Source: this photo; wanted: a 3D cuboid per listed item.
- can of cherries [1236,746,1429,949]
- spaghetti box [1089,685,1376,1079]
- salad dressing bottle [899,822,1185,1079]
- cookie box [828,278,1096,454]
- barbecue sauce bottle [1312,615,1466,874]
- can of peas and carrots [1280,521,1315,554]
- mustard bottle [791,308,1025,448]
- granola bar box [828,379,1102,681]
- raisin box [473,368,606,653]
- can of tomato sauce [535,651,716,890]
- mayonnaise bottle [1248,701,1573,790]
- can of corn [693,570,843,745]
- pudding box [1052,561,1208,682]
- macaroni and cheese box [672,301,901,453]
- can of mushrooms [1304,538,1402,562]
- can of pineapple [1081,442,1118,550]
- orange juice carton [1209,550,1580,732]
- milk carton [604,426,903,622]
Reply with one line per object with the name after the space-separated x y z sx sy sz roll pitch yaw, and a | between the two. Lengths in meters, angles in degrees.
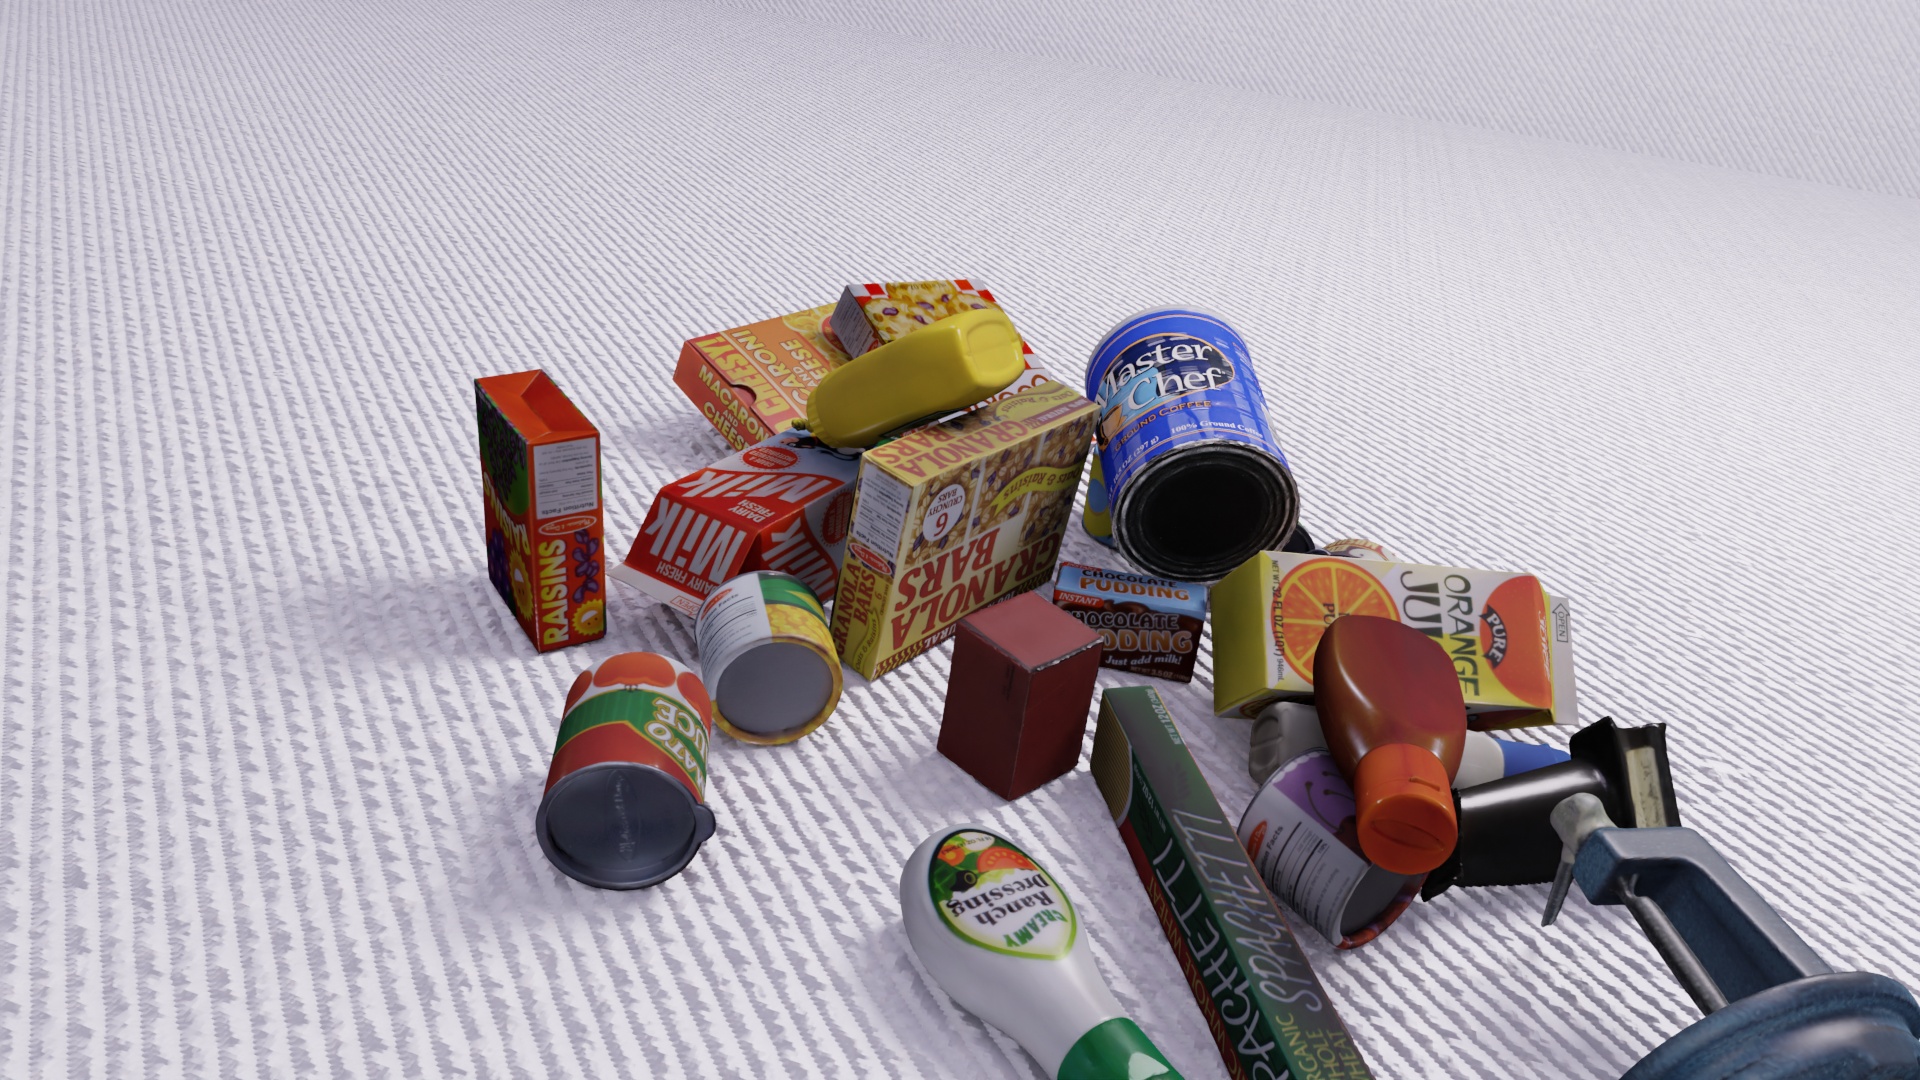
0.164 0.132 0.601 0.072 0.071 0.058 -14 35 -34 | can of cherries
0.104 0.150 0.571 0.029 0.050 0.251 -2 30 -13 | spaghetti box
0.031 0.169 0.526 0.064 0.043 0.148 -10 33 -31 | salad dressing bottle
0.001 -0.110 0.966 0.123 0.040 0.168 -11 57 -39 | cookie box
0.183 0.083 0.585 0.065 0.043 0.149 20 24 4 | barbecue sauce bottle
0.177 0.002 0.847 0.071 0.070 0.059 2 28 -10 | can of peas and carrots
-0.039 -0.082 0.768 0.160 0.049 0.065 -17 4 43 | mustard bottle
0.003 -0.010 0.763 0.039 0.123 0.166 32 36 27 | granola bar box
-0.219 -0.016 0.725 0.040 0.122 0.086 -14 35 -33 | raisin box
-0.140 0.096 0.595 0.071 0.070 0.083 3 28 -9 | can of tomato sauce
0.219 0.108 0.671 0.148 0.041 0.064 9 -15 -2 | mayonnaise bottle
-0.092 0.059 0.680 0.071 0.070 0.058 -1 30 -16 | can of corn
0.091 0.044 0.765 0.084 0.049 0.030 10 30 5 | pudding box
-0.095 -0.105 0.965 0.124 0.040 0.167 46 42 19 | macaroni and cheese box
0.223 0.032 0.798 0.071 0.070 0.033 22 30 26 | can of mushrooms
0.115 -0.033 0.904 0.071 0.057 0.071 6 28 -3 | can of pineapple
0.231 0.056 0.717 0.193 0.072 0.072 5 71 -11 | orange juice carton
-0.106 -0.005 0.783 0.072 0.073 0.191 21 31 27 | milk carton
